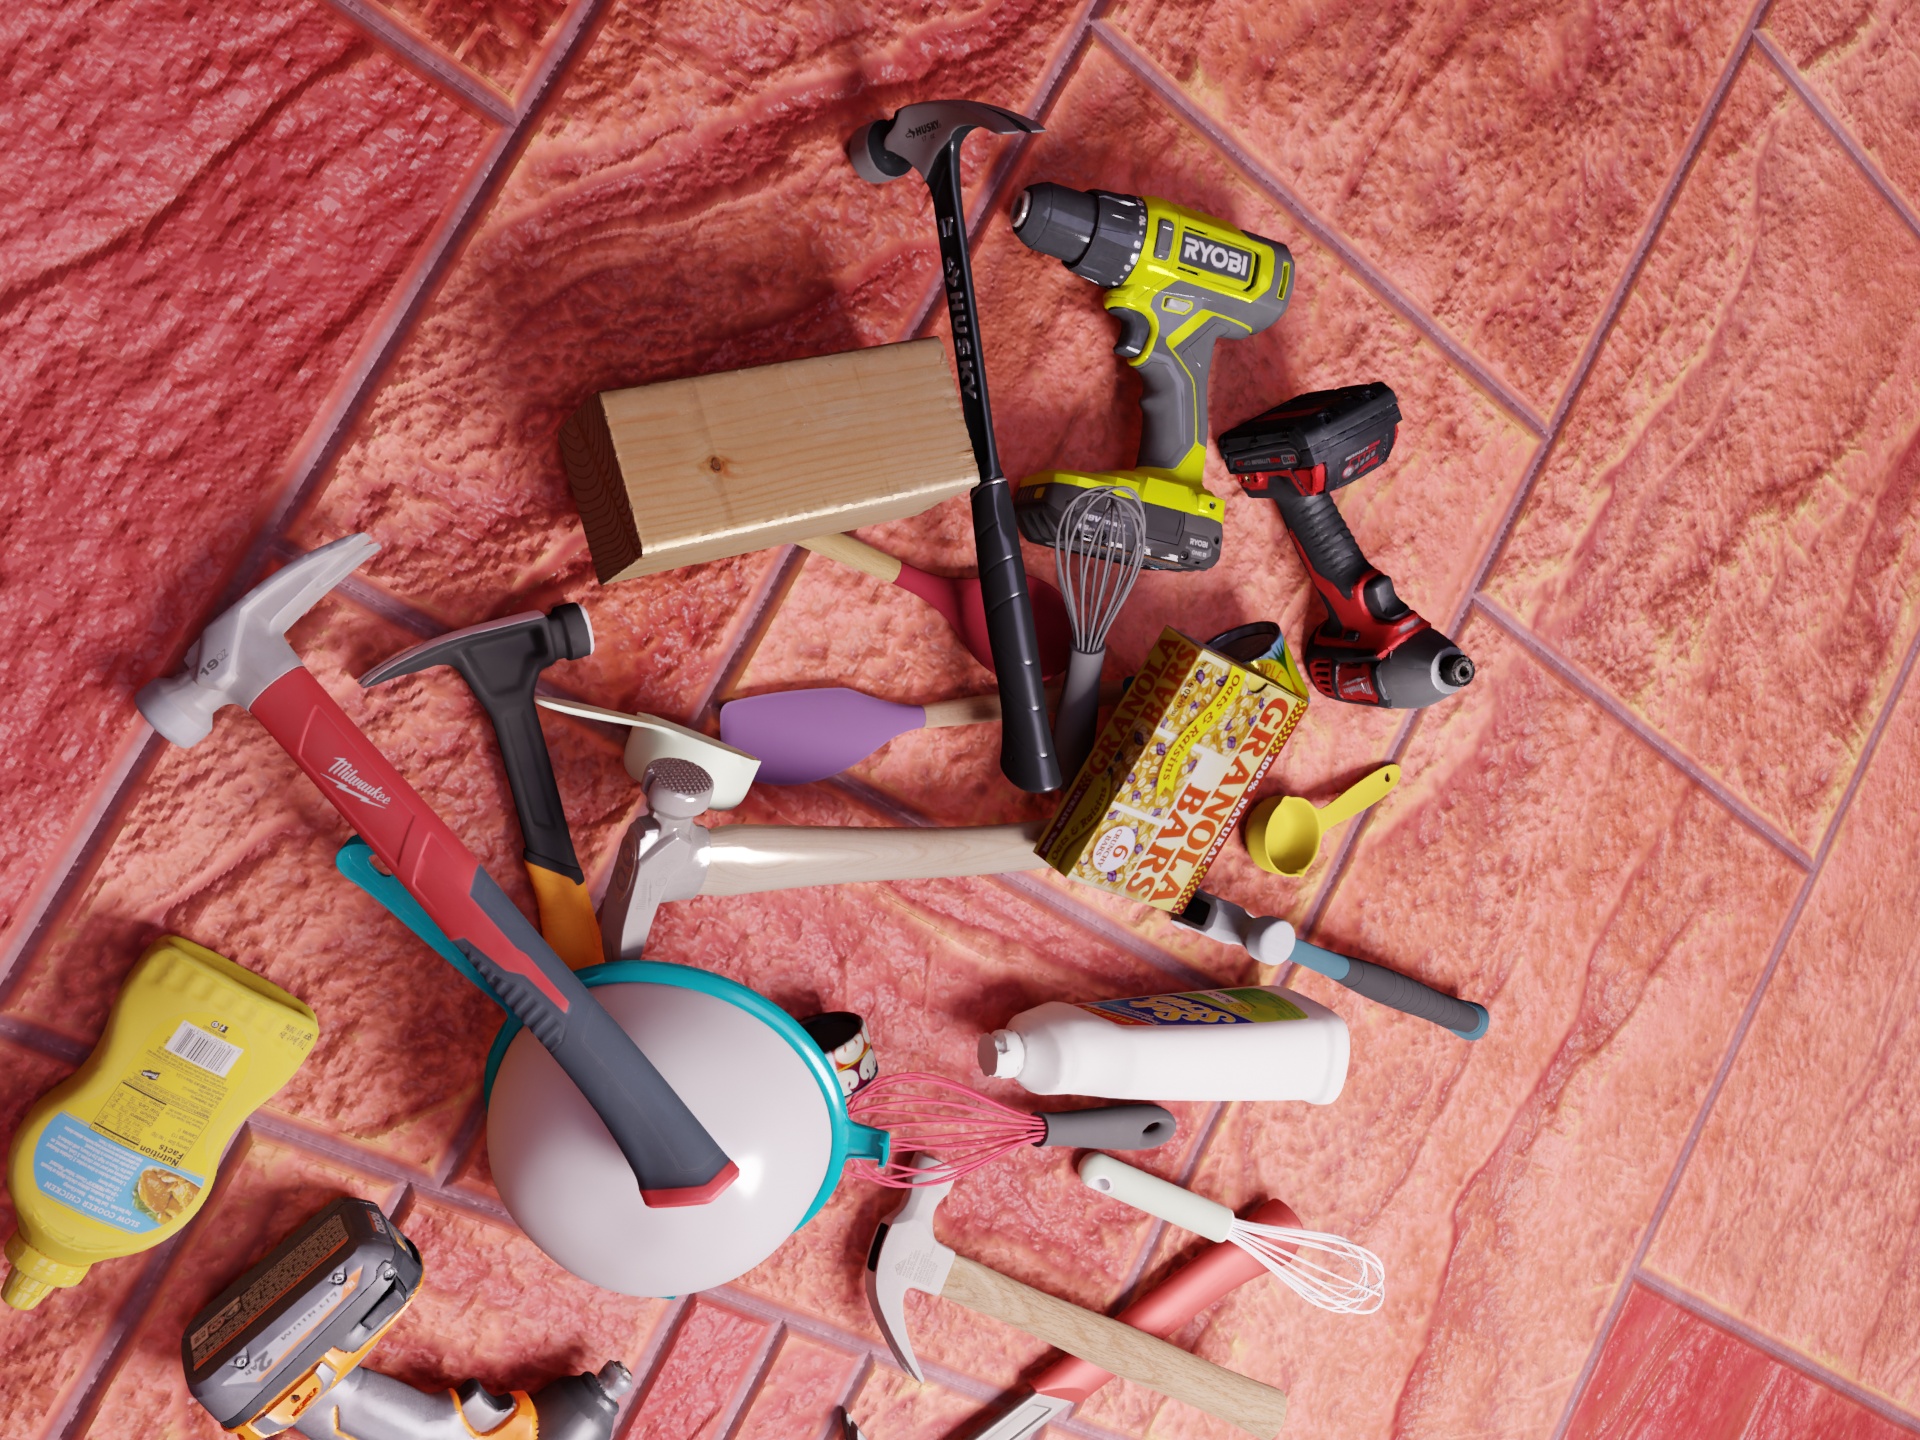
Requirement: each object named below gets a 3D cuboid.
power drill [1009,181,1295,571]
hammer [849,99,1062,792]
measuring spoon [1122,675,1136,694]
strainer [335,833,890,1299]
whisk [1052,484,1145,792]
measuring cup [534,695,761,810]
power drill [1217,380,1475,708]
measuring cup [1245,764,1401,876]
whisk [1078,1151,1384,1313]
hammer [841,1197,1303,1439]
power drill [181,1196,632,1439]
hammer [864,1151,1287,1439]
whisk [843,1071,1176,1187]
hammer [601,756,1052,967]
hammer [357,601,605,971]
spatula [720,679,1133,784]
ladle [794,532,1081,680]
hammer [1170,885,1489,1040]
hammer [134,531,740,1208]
[{"bbox_3d":[0.107,-0.221,1.016,0.190,0.080,0.228,10,90,-23],"label":"power drill"},{"bbox_3d":[0.018,-0.155,0.940,0.036,0.149,0.409,-17,105,-33],"label":"hammer"},{"bbox_3d":[0.147,0.010,1.090,0.042,0.021,0.128,-48,118,-5],"label":"measuring spoon"},{"bbox_3d":[-0.213,0.198,0.851,0.211,0.095,0.340,-37,108,21],"label":"strainer"},{"bbox_3d":[0.077,-0.044,0.990,0.055,0.055,0.238,-17,134,-24],"label":"whisk"},{"bbox_3d":[-0.179,0.018,0.878,0.167,0.083,0.038,19,92,-59],"label":"measuring cup"},{"bbox_3d":[0.267,-0.109,1.073,0.078,0.143,0.219,-28,106,-18],"label":"power drill"},{"bbox_3d":[0.266,0.064,1.164,0.156,0.029,0.062,-25,107,-34],"label":"measuring cup"},{"bbox_3d":[0.193,0.358,1.122,0.246,0.059,0.057,25,124,-9],"label":"whisk"},{"bbox_3d":[0.092,0.442,1.115,0.359,0.037,0.149,-30,108,-20],"label":"hammer"},{"bbox_3d":[-0.298,0.375,0.891,0.164,0.084,0.226,-40,116,-17],"label":"power drill"},{"bbox_3d":[0.083,0.415,1.070,0.331,0.031,0.130,29,74,-17],"label":"hammer"},{"bbox_3d":[0.036,0.268,1.042,0.295,0.073,0.073,11,92,-38],"label":"whisk"},{"bbox_3d":[-0.020,0.088,0.982,0.410,0.038,0.146,0,122,-36],"label":"hammer"},{"bbox_3d":[-0.235,0.109,0.911,0.127,0.034,0.336,-18,104,-24],"label":"hammer"},{"bbox_3d":[-0.002,-0.003,1.021,0.315,0.018,0.059,-8,104,-24],"label":"spatula"},{"bbox_3d":[-0.062,-0.100,0.975,0.315,0.031,0.069,22,82,-25],"label":"ladle"},{"bbox_3d":[0.277,0.180,1.139,0.330,0.128,0.033,24,86,-36],"label":"hammer"},{"bbox_3d":[-0.238,0.083,0.805,0.143,0.038,0.386,-42,85,-7],"label":"hammer"}]
